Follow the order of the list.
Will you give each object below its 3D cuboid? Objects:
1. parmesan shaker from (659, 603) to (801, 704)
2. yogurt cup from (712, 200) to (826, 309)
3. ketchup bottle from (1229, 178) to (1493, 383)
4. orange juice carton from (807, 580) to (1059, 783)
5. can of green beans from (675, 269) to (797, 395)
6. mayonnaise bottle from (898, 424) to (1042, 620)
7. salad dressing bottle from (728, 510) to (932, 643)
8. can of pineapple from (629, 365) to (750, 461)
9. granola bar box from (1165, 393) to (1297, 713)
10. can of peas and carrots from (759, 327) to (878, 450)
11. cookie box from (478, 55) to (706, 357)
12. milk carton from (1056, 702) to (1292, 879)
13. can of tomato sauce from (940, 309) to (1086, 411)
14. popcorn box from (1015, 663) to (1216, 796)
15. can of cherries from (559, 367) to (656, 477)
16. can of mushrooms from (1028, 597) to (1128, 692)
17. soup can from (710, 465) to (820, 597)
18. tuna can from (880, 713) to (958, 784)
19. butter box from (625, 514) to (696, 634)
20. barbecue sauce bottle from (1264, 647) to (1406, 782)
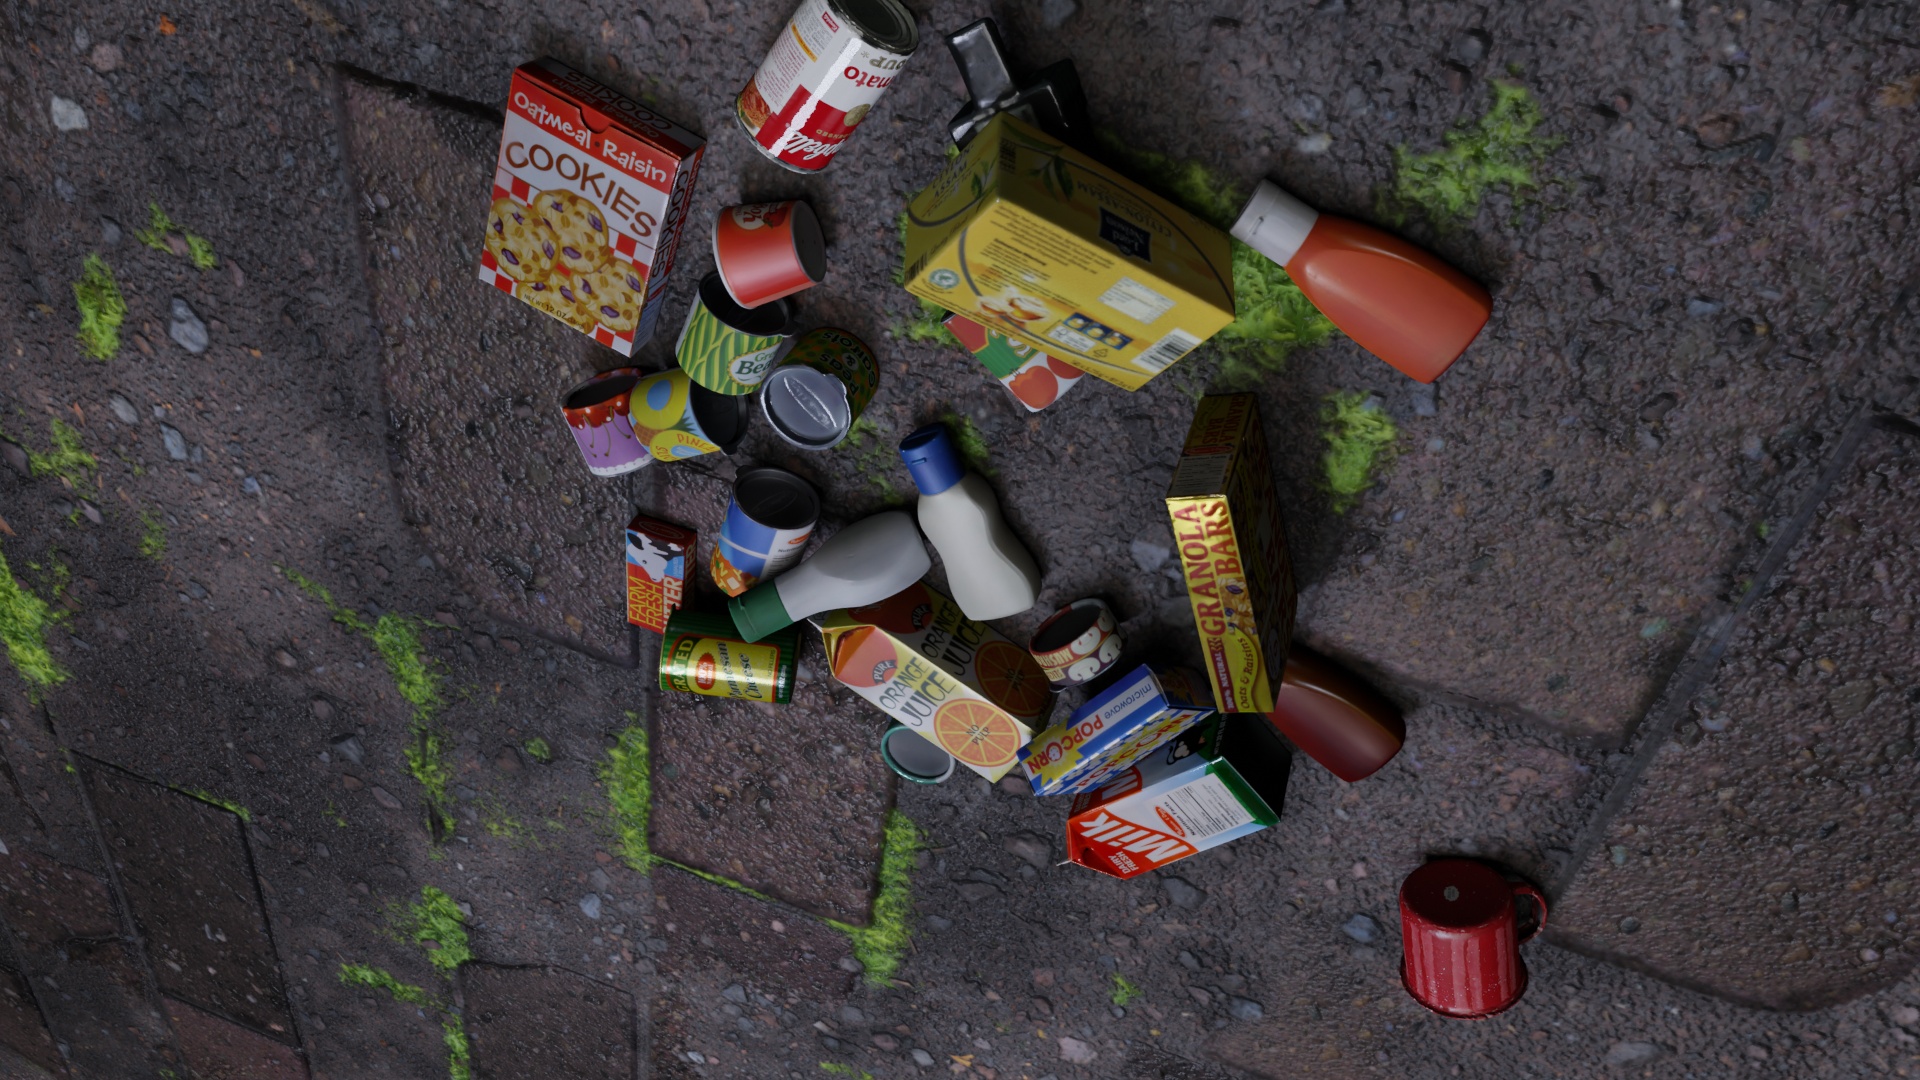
[{"bbox_3d":[-0.183,0.091,1.112,0.103,0.072,0.071,7,128,-2],"label":"parmesan shaker"},{"bbox_3d":[-0.122,-0.189,0.902,0.054,0.073,0.072,-9,121,18],"label":"yogurt cup"},{"bbox_3d":[0.227,-0.153,0.799,0.149,0.044,0.064,32,129,-2],"label":"ketchup bottle"},{"bbox_3d":[-0.024,0.093,1.061,0.193,0.072,0.072,34,129,-5],"label":"orange juice carton"},{"bbox_3d":[-0.155,-0.141,0.946,0.071,0.071,0.057,31,130,-2],"label":"can of green beans"},{"bbox_3d":[0.004,-0.012,0.994,0.064,0.041,0.147,-14,117,28],"label":"mayonnaise bottle"},{"bbox_3d":[-0.096,0.028,1.015,0.148,0.064,0.043,-24,140,-1],"label":"salad dressing bottle"},{"bbox_3d":[-0.194,-0.092,0.996,0.058,0.071,0.070,-10,120,28],"label":"can of pineapple"},{"bbox_3d":[0.177,0.008,0.884,0.039,0.125,0.164,-4,122,24],"label":"granola bar box"},{"bbox_3d":[-0.094,-0.106,0.953,0.071,0.059,0.070,10,127,14],"label":"can of peas and carrots"},{"bbox_3d":[-0.253,-0.223,0.943,0.123,0.040,0.166,28,130,1],"label":"cookie box"},{"bbox_3d":[0.152,0.197,1.066,0.190,0.073,0.073,-32,108,35],"label":"milk carton"},{"bbox_3d":[0.040,-0.132,0.873,0.083,0.071,0.071,44,128,-13],"label":"can of tomato sauce"},{"bbox_3d":[0.114,0.139,1.013,0.126,0.085,0.038,-38,65,23],"label":"popcorn box"},{"bbox_3d":[-0.251,-0.088,1.024,0.071,0.072,0.058,-4,121,25],"label":"can of cherries"},{"bbox_3d":[0.083,0.075,1.006,0.071,0.071,0.033,-22,112,33],"label":"can of mushrooms"},{"bbox_3d":[-0.150,-0.005,1.045,0.071,0.072,0.083,27,130,2],"label":"soup can"},{"bbox_3d":[-0.033,0.165,1.142,0.071,0.033,0.070,10,127,14],"label":"tuna can"},{"bbox_3d":[-0.245,0.031,1.135,0.053,0.024,0.103,17,128,10],"label":"butter box"},{"bbox_3d":[0.240,0.108,0.985,0.148,0.044,0.064,37,129,-6],"label":"barbecue sauce bottle"}]
